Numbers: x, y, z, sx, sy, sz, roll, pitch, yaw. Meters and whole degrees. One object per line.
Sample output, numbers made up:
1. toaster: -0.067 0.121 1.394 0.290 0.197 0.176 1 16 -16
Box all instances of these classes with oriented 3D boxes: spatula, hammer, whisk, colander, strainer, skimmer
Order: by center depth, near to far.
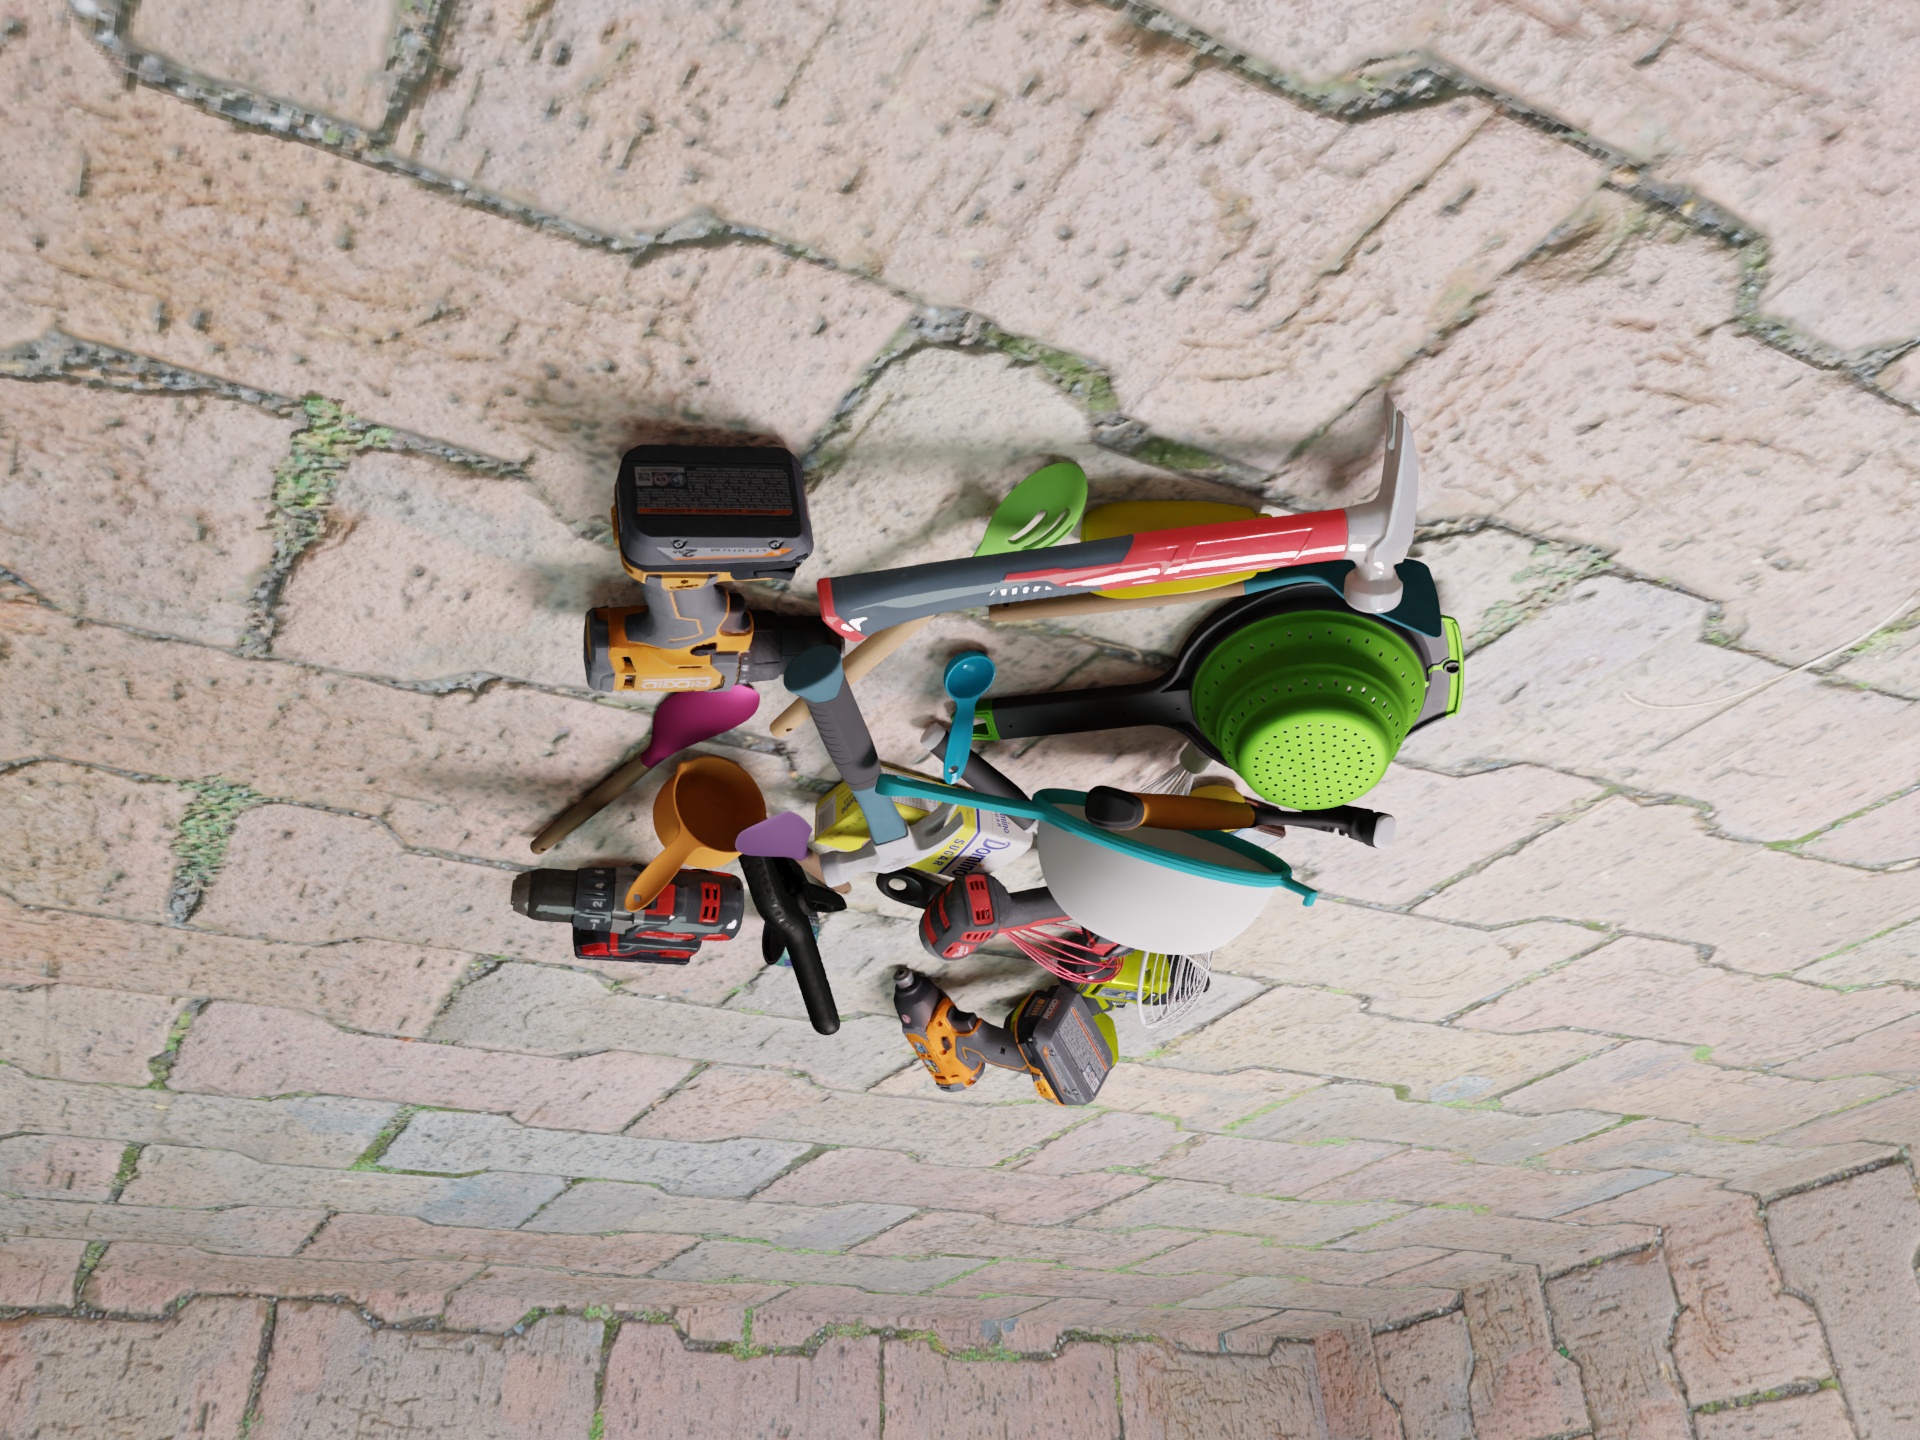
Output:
1. hammer: 0.100 -0.114 1.015 0.386 0.038 0.143 -8 125 -5
2. spatula: 0.178 -0.085 1.137 0.317 0.082 0.044 -5 135 12
3. colander: 0.184 0.008 1.215 0.397 0.095 0.204 -6 134 13
4. hammer: -0.077 0.039 1.215 0.128 0.033 0.330 -17 151 0
5. strainer: 0.087 0.115 1.232 0.340 0.095 0.211 12 -173 -18
6. hammer: 0.210 0.073 1.270 0.127 0.034 0.336 12 -176 44
7. whisk: 0.192 0.040 1.346 0.058 0.059 0.246 29 139 0
8. skimmer: 0.089 0.130 1.370 0.363 0.127 0.090 40 146 -17
9. spatula: -0.135 0.121 1.379 0.060 0.018 0.315 -25 163 2
10. whisk: 0.044 0.198 1.569 0.295 0.073 0.073 22 140 -27

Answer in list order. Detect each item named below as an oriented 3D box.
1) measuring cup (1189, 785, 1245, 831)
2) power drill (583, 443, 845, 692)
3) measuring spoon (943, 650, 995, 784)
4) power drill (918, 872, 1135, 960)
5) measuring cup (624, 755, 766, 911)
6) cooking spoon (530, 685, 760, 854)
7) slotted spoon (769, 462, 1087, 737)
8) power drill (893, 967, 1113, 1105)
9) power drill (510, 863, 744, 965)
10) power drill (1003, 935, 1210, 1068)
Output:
1. measuring cup: 0.204 0.093 1.458 0.062 0.029 0.156 14 156 -23
2. power drill: -0.154 -0.089 1.068 0.185 0.084 0.226 -2 153 -18
3. measuring spoon: -0.002 -0.004 1.242 0.042 0.021 0.128 -9 132 -23
4. power drill: 0.070 0.181 1.481 0.219 0.079 0.143 -3 157 -21
5. measuring cup: -0.229 0.103 1.290 0.095 0.174 0.052 46 136 -9
6. cooking spoon: -0.273 0.044 1.322 0.068 0.017 0.319 22 139 -37
7. slotted spoon: -0.029 -0.073 1.107 0.313 0.031 0.070 -37 149 30
8. power drill: 0.032 0.330 1.695 0.226 0.084 0.164 -4 126 39
9. power drill: -0.296 0.164 1.386 0.187 0.080 0.226 6 167 -15
10. power drill: 0.157 0.317 1.757 0.171 0.080 0.223 11 142 -21
